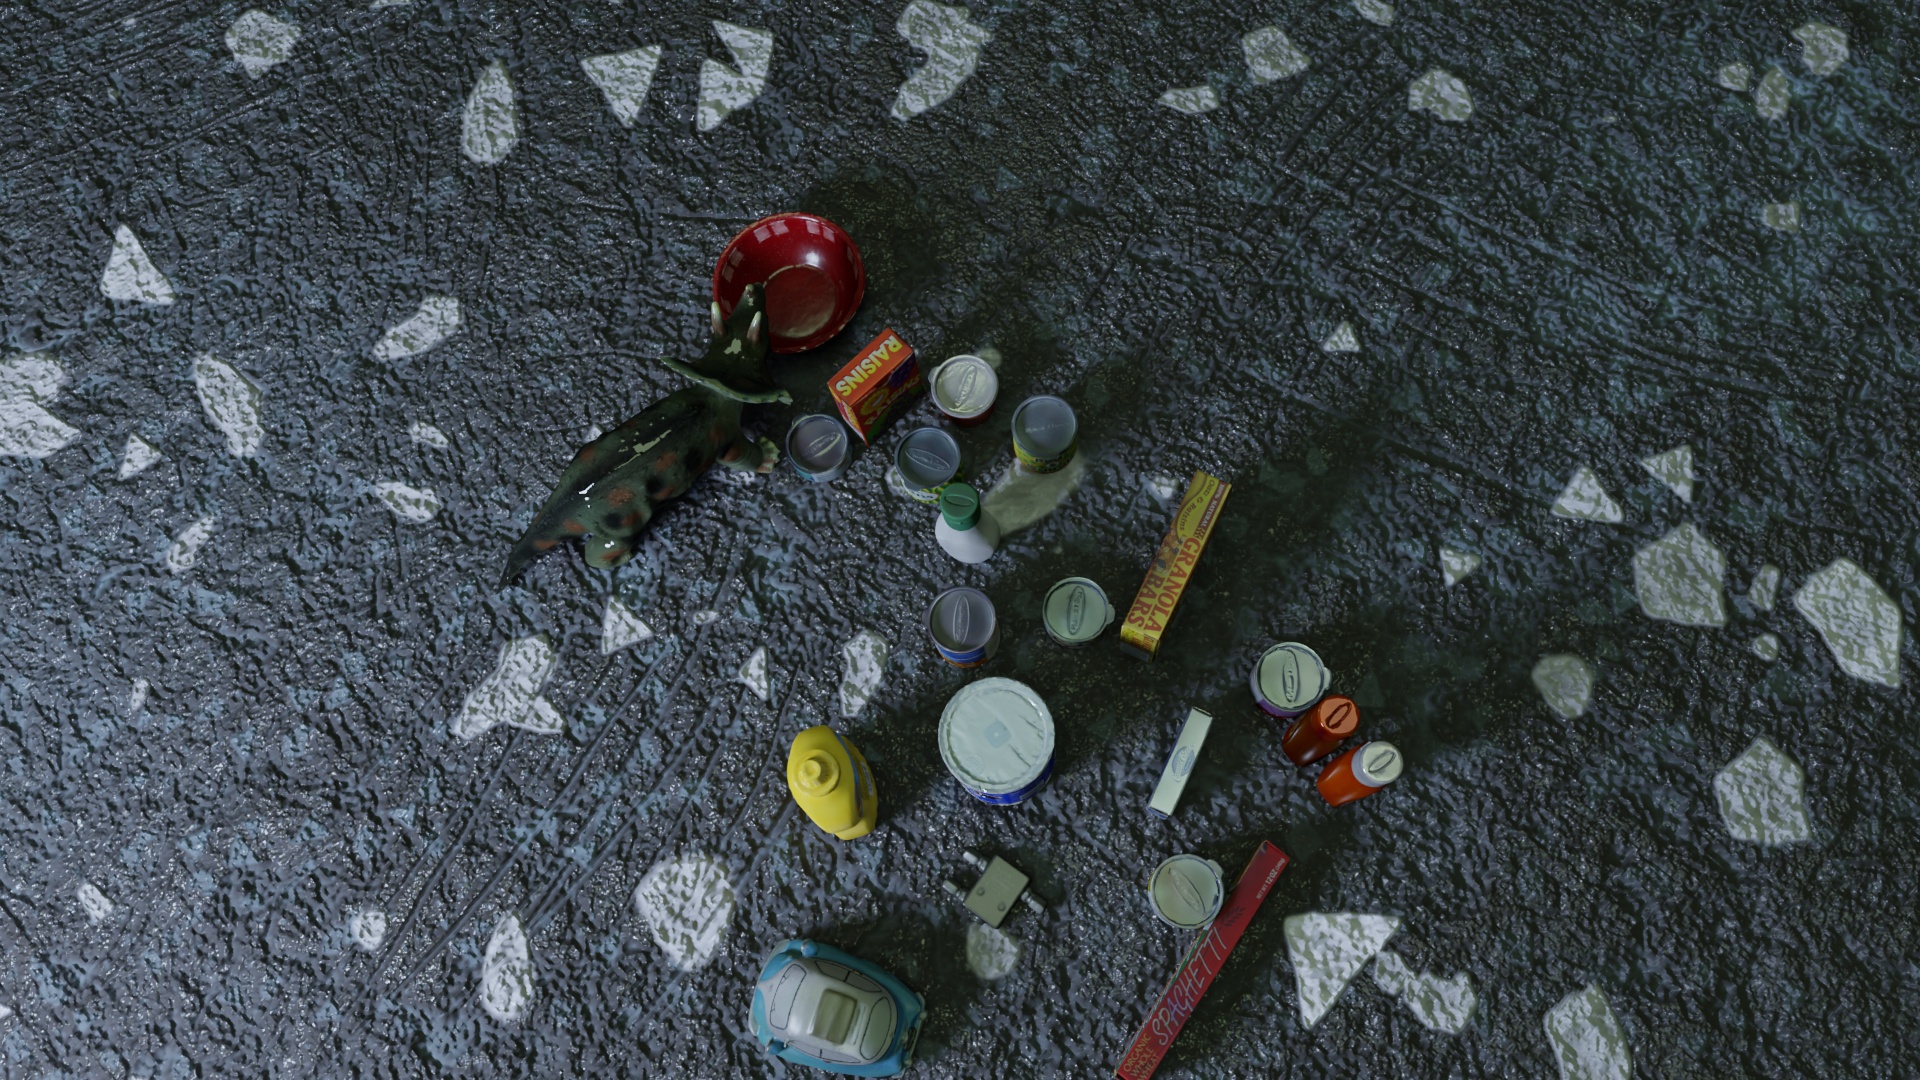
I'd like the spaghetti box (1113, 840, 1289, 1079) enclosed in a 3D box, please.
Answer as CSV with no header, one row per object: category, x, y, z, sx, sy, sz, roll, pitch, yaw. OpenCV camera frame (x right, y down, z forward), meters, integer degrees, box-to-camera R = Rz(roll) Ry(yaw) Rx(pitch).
spaghetti box,0.218,0.384,1.259,0.029,0.050,0.250,34,79,12

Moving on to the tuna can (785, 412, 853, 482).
tuna can,-0.147,-0.097,1.431,0.071,0.032,0.071,-1,74,4

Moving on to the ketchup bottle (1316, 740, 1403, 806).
ketchup bottle,0.362,0.206,1.247,0.065,0.148,0.043,-35,75,-5

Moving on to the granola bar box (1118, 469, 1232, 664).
granola bar box,0.204,0.028,1.322,0.039,0.124,0.166,25,78,10

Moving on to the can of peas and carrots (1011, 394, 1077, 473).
can of peas and carrots,0.086,-0.104,1.403,0.071,0.058,0.071,-1,74,4

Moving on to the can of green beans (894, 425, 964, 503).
can of green beans,-0.031,-0.076,1.404,0.071,0.057,0.071,-1,74,4

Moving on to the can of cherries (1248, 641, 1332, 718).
can of cherries,0.312,0.134,1.318,0.071,0.058,0.071,-1,74,4

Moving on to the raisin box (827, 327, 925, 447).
raisin box,-0.082,-0.152,1.395,0.086,0.123,0.040,-43,76,-7

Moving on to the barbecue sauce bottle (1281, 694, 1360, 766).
barbecue sauce bottle,0.331,0.169,1.260,0.065,0.148,0.044,-43,76,-7

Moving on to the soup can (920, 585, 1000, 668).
soup can,0.001,0.084,1.343,0.071,0.083,0.071,-1,75,4

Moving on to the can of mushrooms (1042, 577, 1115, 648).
can of mushrooms,0.116,0.072,1.364,0.071,0.033,0.071,-1,74,4

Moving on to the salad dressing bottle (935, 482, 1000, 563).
salad dressing bottle,0.005,-0.017,1.338,0.064,0.147,0.044,12,76,7

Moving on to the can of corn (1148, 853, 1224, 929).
can of corn,0.208,0.321,1.274,0.071,0.058,0.071,-1,74,4

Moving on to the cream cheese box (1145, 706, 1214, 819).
cream cheese box,0.206,0.211,1.307,0.024,0.053,0.104,24,77,10

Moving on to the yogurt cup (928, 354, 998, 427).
yogurt cup,0.006,-0.150,1.424,0.072,0.054,0.072,-1,74,4
